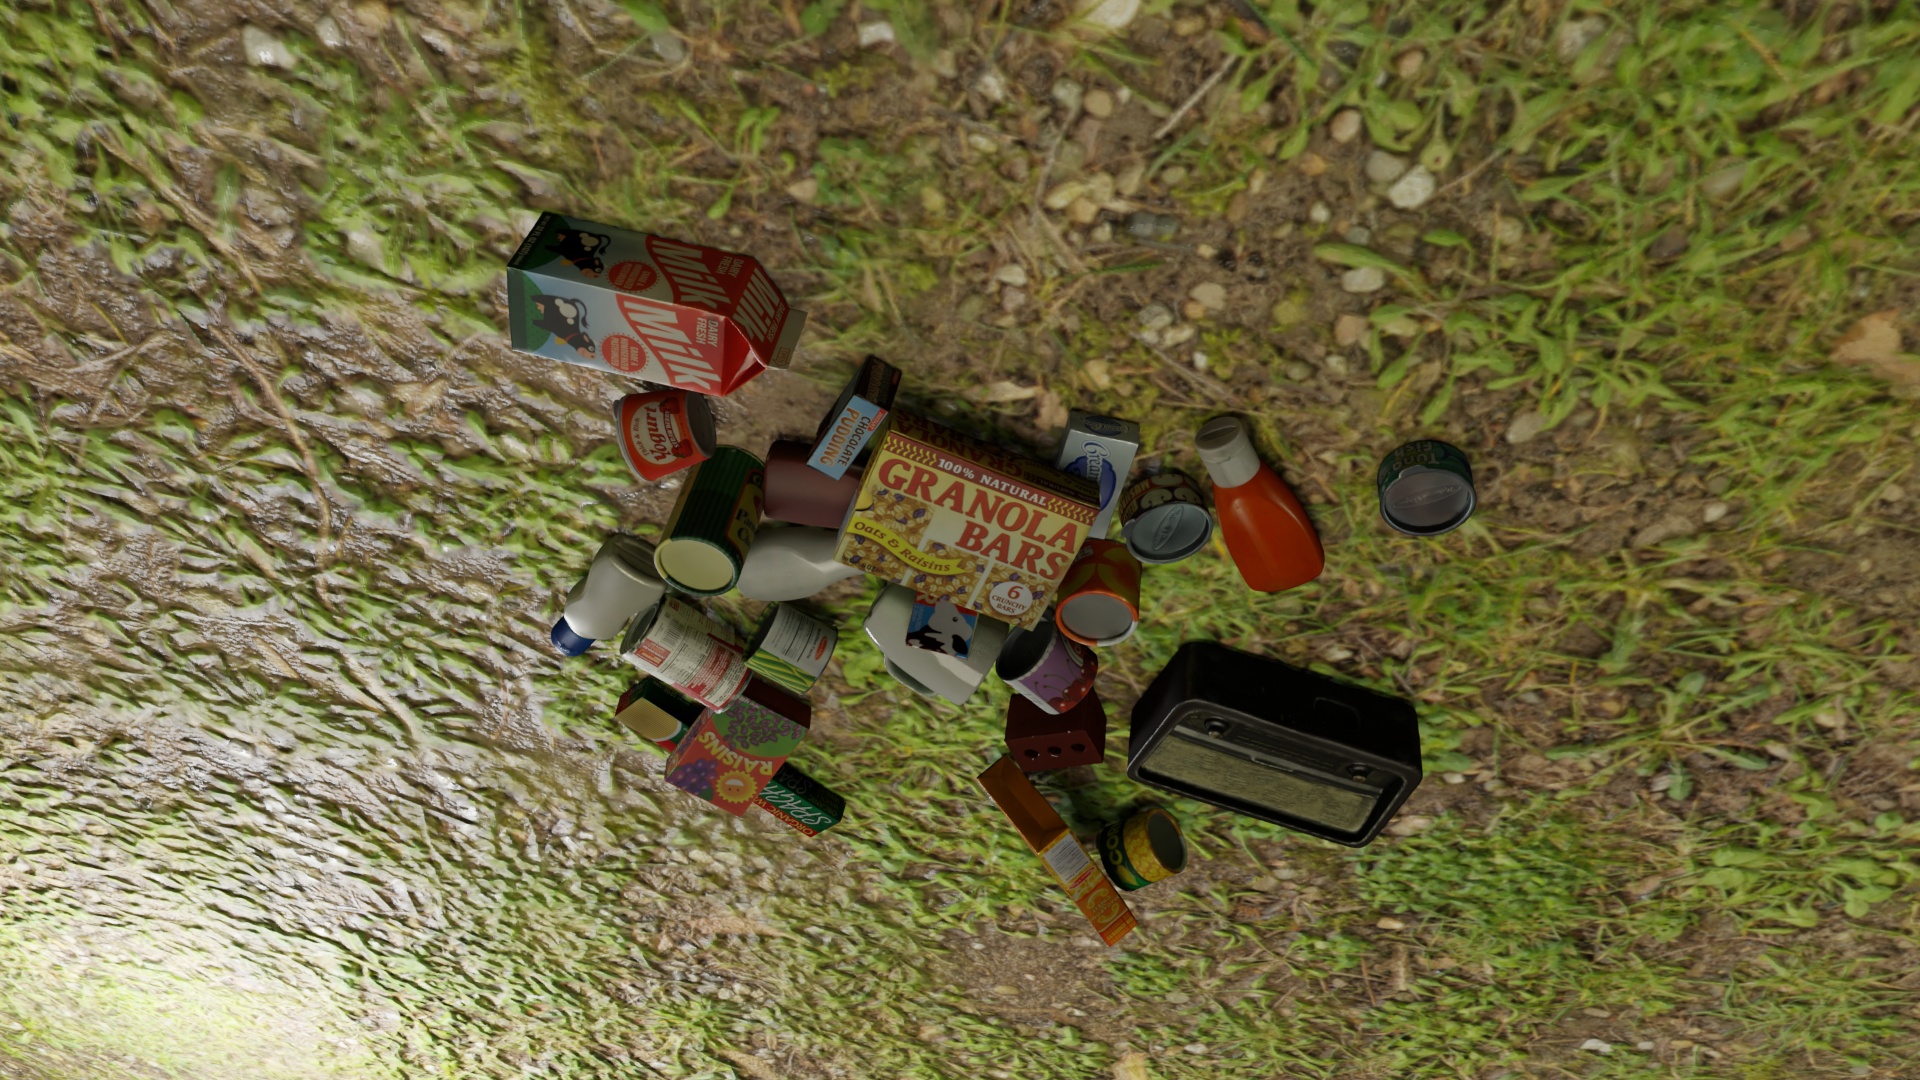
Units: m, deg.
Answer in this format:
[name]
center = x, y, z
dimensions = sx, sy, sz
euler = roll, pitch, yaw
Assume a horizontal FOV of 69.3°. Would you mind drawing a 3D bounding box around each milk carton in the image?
[milk carton]
center = -0.204, -0.157, 0.952
dimensions = 0.191, 0.073, 0.073
euler = 12, 135, -1

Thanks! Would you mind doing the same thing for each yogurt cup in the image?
[yogurt cup]
center = -0.218, -0.082, 1.037
dimensions = 0.054, 0.073, 0.072
euler = -13, 131, 12

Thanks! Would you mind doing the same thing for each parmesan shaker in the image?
[parmesan shaker]
center = -0.190, -0.013, 1.070
dimensions = 0.071, 0.103, 0.071
euler = 5, 135, 5

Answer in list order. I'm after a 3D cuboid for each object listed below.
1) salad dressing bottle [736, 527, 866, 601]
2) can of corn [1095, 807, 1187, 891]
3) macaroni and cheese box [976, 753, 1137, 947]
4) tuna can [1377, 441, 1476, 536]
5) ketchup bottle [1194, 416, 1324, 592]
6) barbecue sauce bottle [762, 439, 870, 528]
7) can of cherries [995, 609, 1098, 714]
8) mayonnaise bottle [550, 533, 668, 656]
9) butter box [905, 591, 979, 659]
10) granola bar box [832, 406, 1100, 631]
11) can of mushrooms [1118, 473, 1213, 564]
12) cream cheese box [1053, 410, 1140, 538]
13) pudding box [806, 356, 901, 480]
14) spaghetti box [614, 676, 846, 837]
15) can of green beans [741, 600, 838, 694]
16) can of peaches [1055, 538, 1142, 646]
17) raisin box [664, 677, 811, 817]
[salad dressing bottle]
center = -0.111, 0.014, 1.126
dimensions = 0.147, 0.044, 0.064
euler = -9, 130, 18
[can of corn]
center = 0.174, 0.295, 1.334
dimensions = 0.058, 0.071, 0.071
euler = -32, 122, 34
[macaroni and cheese box]
center = 0.093, 0.292, 1.309
dimensions = 0.040, 0.124, 0.166
euler = -38, 126, -6
[tuna can]
center = 0.332, -0.039, 0.995
dimensions = 0.071, 0.033, 0.070
euler = 5, 135, 5
[ketchup bottle]
center = 0.216, -0.026, 1.022
dimensions = 0.064, 0.044, 0.148
euler = -17, 129, 24
[barbecue sauce bottle]
center = -0.075, -0.036, 1.068
dimensions = 0.149, 0.044, 0.064
euler = 9, 128, 1
[can of cherries]
center = 0.074, 0.102, 1.162
dimensions = 0.058, 0.072, 0.071
euler = 39, 129, -25
[mayonnaise bottle]
center = -0.309, 0.052, 1.205
dimensions = 0.064, 0.041, 0.147
euler = 34, 132, -19
[butter box]
center = -0.008, 0.038, 1.098
dimensions = 0.053, 0.103, 0.024
euler = 12, 179, -2
[granola bar box]
center = 0.004, -0.013, 1.026
dimensions = 0.165, 0.039, 0.123
euler = 20, 123, -10
[can of mushrooms]
center = 0.151, -0.016, 1.040
dimensions = 0.071, 0.033, 0.070
euler = -6, 137, -5
[cream cheese box]
center = 0.096, -0.048, 1.037
dimensions = 0.053, 0.024, 0.103
euler = 11, 136, -2
[pudding box]
center = -0.078, -0.089, 1.012
dimensions = 0.030, 0.050, 0.083
euler = 29, 132, -15
[spaghetti box]
center = -0.221, 0.215, 1.357
dimensions = 0.249, 0.029, 0.050
euler = 38, 129, -25
[can of green beans]
center = -0.147, 0.090, 1.192
dimensions = 0.058, 0.071, 0.071
euler = 30, 132, -18
[can of peaches]
center = 0.108, 0.041, 1.099
dimensions = 0.071, 0.058, 0.070
euler = 5, 136, 5
[raisin box]
center = -0.208, 0.189, 1.294
dimensions = 0.086, 0.040, 0.123
euler = 30, 111, -20
